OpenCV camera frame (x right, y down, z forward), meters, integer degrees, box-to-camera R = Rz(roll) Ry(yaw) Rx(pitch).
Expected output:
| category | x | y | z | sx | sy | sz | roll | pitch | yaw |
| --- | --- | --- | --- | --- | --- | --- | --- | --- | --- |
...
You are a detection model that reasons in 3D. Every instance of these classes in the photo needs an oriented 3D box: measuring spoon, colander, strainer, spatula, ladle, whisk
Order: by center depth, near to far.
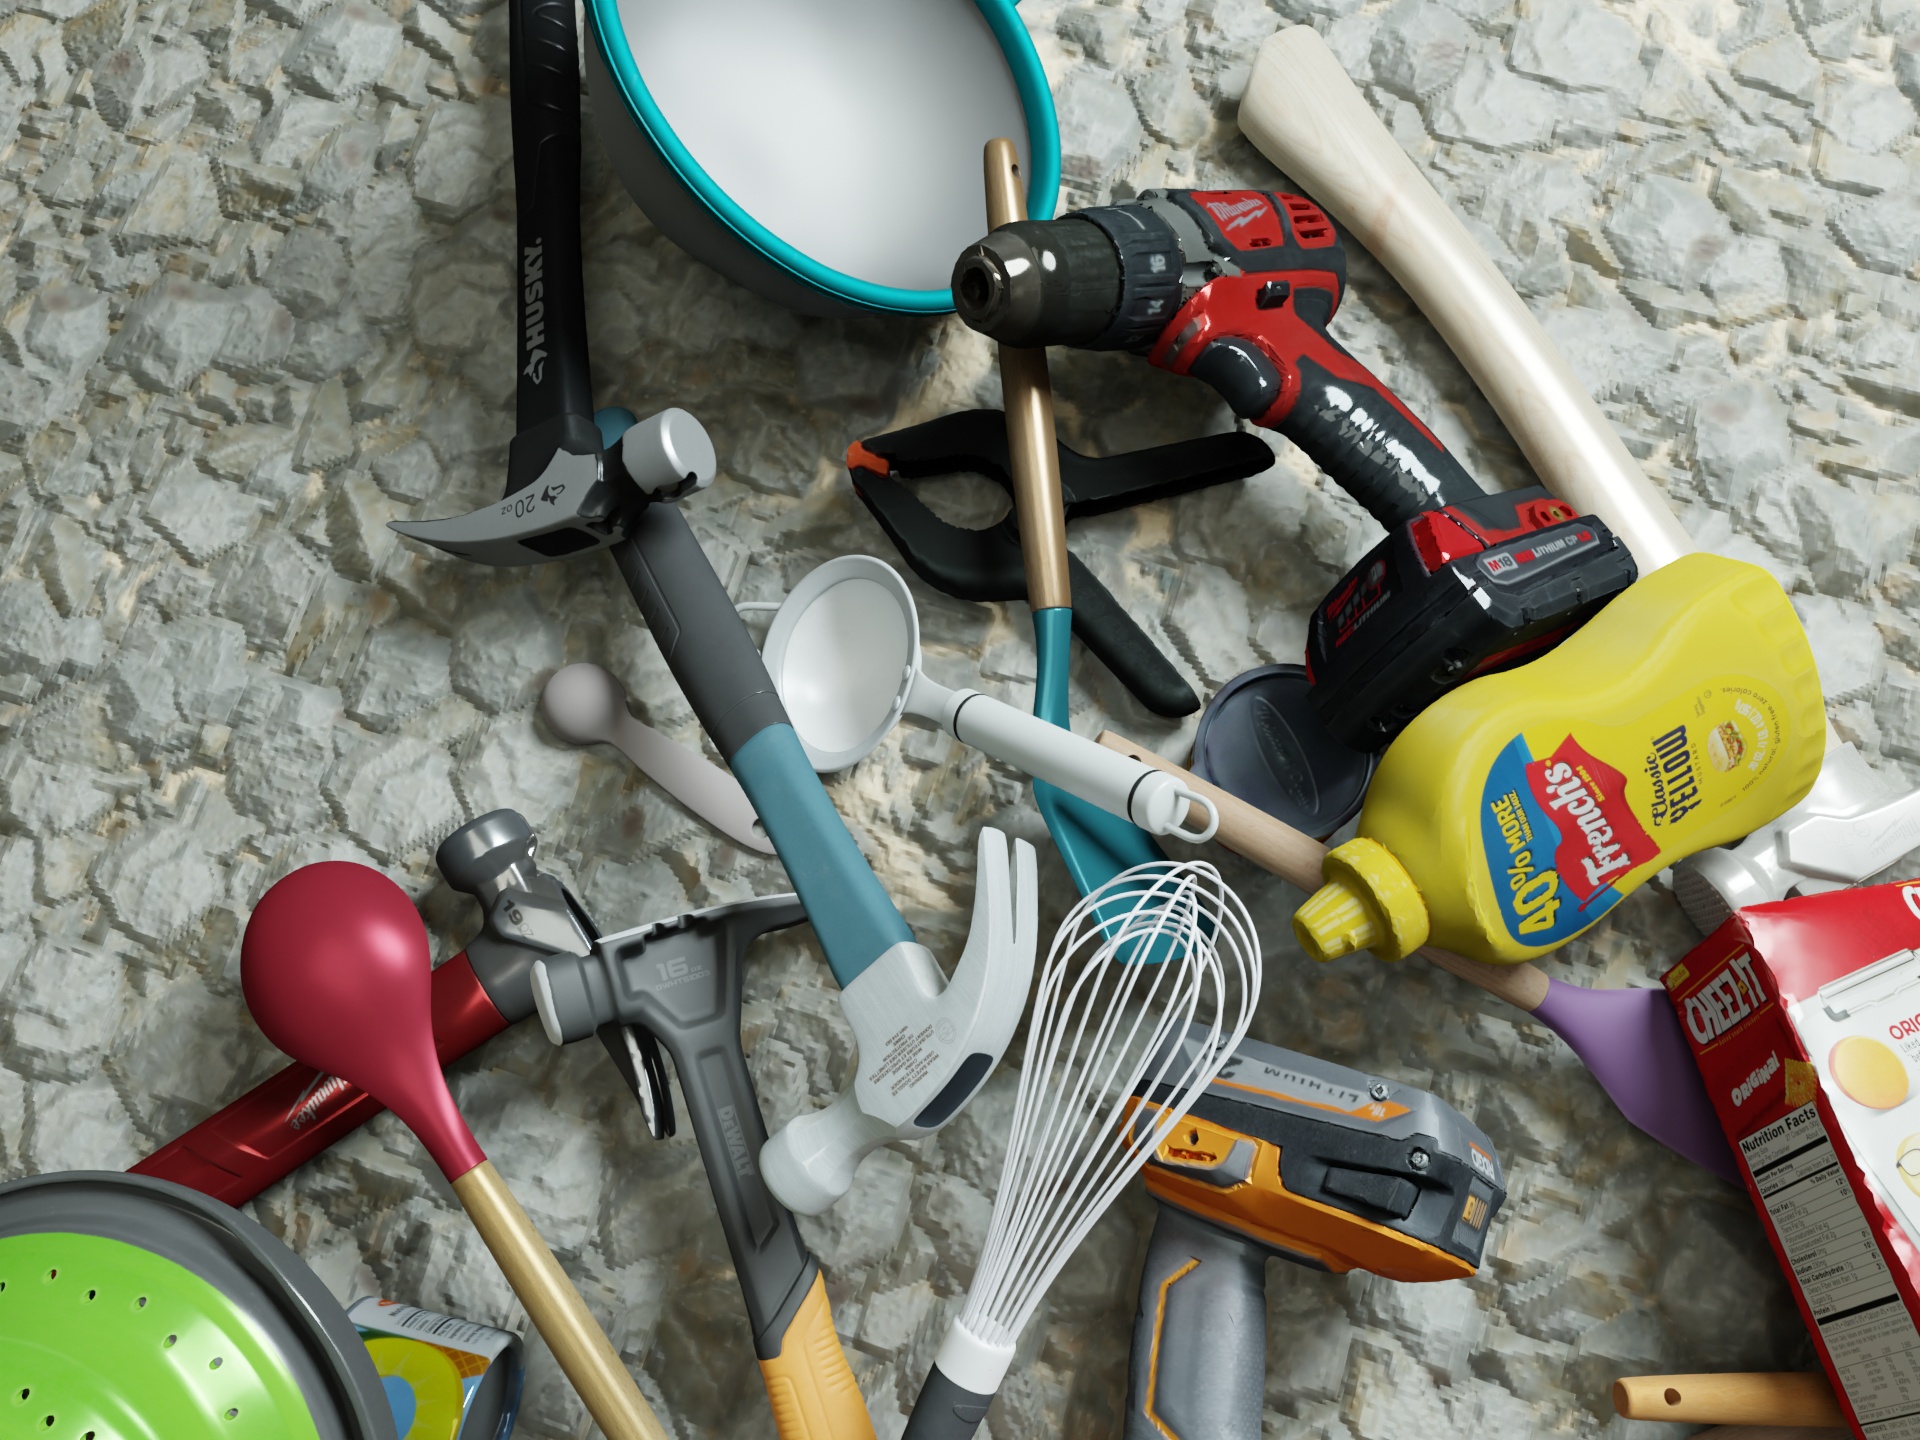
| category | x | y | z | sx | sy | sz | roll | pitch | yaw |
| --- | --- | --- | --- | --- | --- | --- | --- | --- | --- |
| colander | -0.201 | 0.272 | 0.453 | 0.397 | 0.094 | 0.204 | 20 | 91 | 4 |
| whisk | 0.018 | 0.174 | 0.509 | 0.070 | 0.070 | 0.284 | 25 | 93 | 9 |
| spatula | 0.377 | 0.224 | 0.526 | 0.322 | 0.041 | 0.081 | 2 | 64 | -5 |
| spatula | 0.184 | 0.083 | 0.564 | 0.316 | 0.018 | 0.060 | 28 | 79 | -6 |
| ladle | -0.161 | 0.183 | 0.565 | 0.069 | 0.031 | 0.315 | -35 | 83 | -7 |
| strainer | -0.001 | -0.002 | 0.575 | 0.259 | 0.050 | 0.087 | 25 | 96 | 48 |
| spatula | 0.041 | -0.068 | 0.595 | 0.044 | 0.082 | 0.317 | -10 | 84 | 35 |
| strainer | -0.120 | -0.253 | 0.605 | 0.340 | 0.095 | 0.211 | 11 | 68 | -33 |
| measuring spoon | -0.118 | 0.016 | 0.639 | 0.124 | 0.018 | 0.034 | 33 | 81 | 10 |

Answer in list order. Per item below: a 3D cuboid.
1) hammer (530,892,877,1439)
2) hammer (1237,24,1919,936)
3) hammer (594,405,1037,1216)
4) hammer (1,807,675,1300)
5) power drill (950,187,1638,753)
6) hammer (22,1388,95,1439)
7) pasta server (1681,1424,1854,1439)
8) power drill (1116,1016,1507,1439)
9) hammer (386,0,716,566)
| category | x | y | z | sx | sy | sz | roll | pitch | yaw |
| --- | --- | --- | --- | --- | --- | --- | --- | --- | --- |
| hammer | -0.047 | 0.229 | 0.564 | 0.127 | 0.034 | 0.337 | -14 | 80 | -23 |
| hammer | 0.246 | -0.122 | 0.637 | 0.146 | 0.038 | 0.411 | -29 | 76 | -4 |
| hammer | -0.079 | 0.001 | 0.581 | 0.128 | 0.033 | 0.331 | -41 | 57 | 14 |
| hammer | -0.297 | 0.197 | 0.599 | 0.386 | 0.038 | 0.143 | -34 | 78 | -4 |
| power drill | 0.114 | -0.103 | 0.574 | 0.188 | 0.080 | 0.227 | -17 | 66 | -41 |
| hammer | -0.183 | 0.300 | 0.521 | 0.331 | 0.031 | 0.130 | 34 | 102 | 1 |
| pasta server | 0.236 | 0.262 | 0.544 | 0.316 | 0.040 | 0.060 | -20 | 66 | -2 |
| power drill | 0.098 | 0.226 | 0.510 | 0.164 | 0.084 | 0.226 | 10 | 72 | 38 |
| hammer | -0.179 | -0.220 | 0.674 | 0.146 | 0.035 | 0.335 | -19 | 66 | 27 |
